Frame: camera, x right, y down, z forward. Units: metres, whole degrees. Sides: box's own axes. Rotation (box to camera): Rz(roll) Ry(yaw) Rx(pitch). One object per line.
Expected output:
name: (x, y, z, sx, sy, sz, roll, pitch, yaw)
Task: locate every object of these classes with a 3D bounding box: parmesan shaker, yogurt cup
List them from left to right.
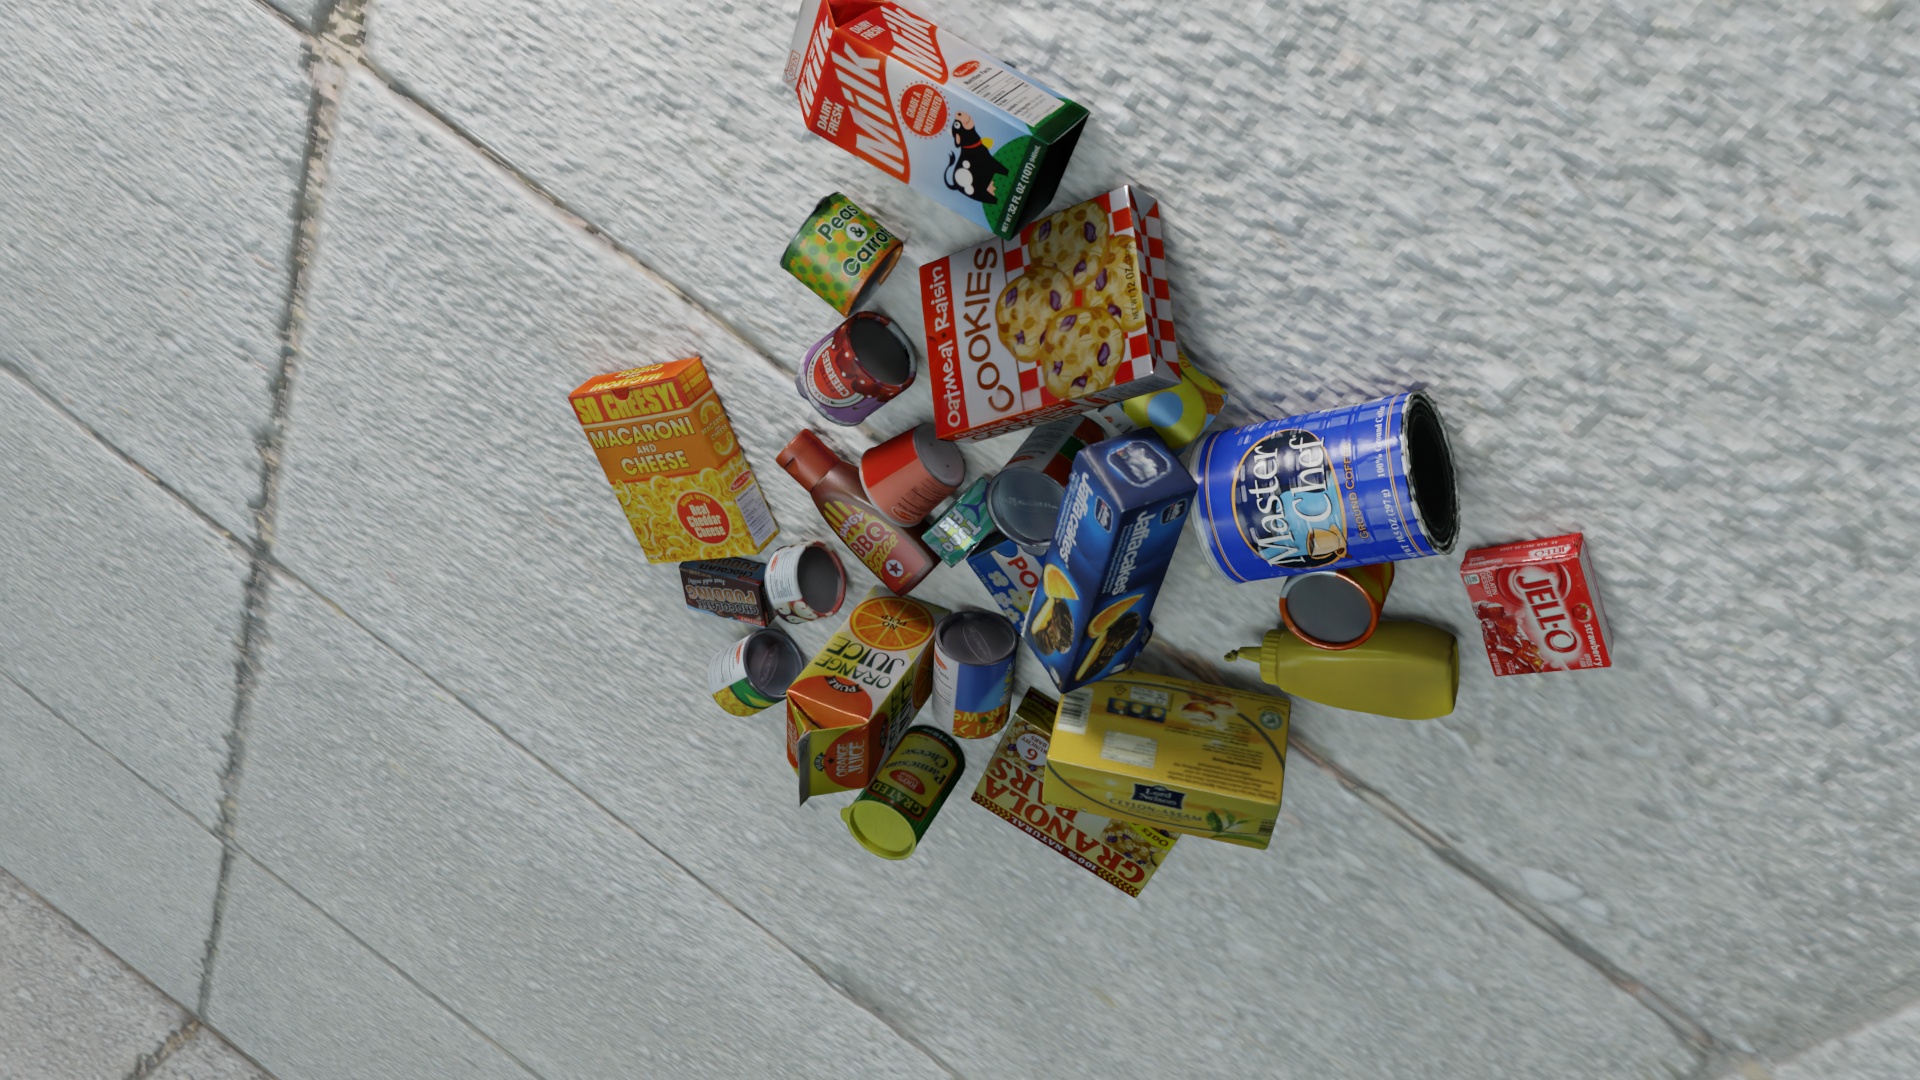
parmesan shaker: (-0.048, 0.215, 1.200, 0.071, 0.103, 0.071, 14, 127, 20)
yogurt cup: (-0.034, -0.051, 1.035, 0.053, 0.073, 0.072, -32, 103, 32)

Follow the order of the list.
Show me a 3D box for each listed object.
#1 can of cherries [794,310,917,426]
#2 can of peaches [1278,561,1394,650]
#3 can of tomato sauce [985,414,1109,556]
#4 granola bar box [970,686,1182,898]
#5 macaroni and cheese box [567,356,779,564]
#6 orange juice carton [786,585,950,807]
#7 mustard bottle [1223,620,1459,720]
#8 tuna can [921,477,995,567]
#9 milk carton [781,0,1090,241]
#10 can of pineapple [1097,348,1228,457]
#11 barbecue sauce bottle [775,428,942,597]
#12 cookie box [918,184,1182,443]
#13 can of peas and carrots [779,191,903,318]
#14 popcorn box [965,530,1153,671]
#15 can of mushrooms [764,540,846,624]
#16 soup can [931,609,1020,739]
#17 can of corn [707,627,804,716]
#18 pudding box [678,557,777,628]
can of cherries: (-0.075, -0.123, 1.001, 0.058, 0.072, 0.071, -30, 104, 40)
can of peaches: (0.255, 0.034, 0.934, 0.071, 0.058, 0.071, 15, 127, 20)
can of tomato sauce: (0.065, -0.041, 0.972, 0.071, 0.083, 0.070, 15, 128, 20)
granola bar box: (0.103, 0.212, 1.157, 0.166, 0.039, 0.123, 30, 132, 8)
macaroni and cheese box: (-0.238, -0.062, 1.156, 0.123, 0.040, 0.165, -6, 119, 31)
orange juice carton: (-0.080, 0.124, 1.094, 0.073, 0.194, 0.071, 18, 128, 17)
mustard bottle: (0.263, 0.085, 0.971, 0.160, 0.049, 0.065, 5, 127, 27)
tuna can: (0.004, -0.013, 1.034, 0.033, 0.071, 0.070, 45, 132, -4)
milk carton: (-0.025, -0.272, 0.867, 0.191, 0.074, 0.072, 31, 131, 7)
can of pineapple: (0.134, -0.092, 0.910, 0.058, 0.071, 0.070, 41, 132, -3)
barbecue sauce bottle: (-0.080, -0.025, 1.091, 0.148, 0.044, 0.064, 44, 132, -4)
cookie box: (0.053, -0.141, 0.896, 0.167, 0.040, 0.123, -13, 77, 36)
can of peas and carrots: (-0.080, -0.197, 0.954, 0.059, 0.071, 0.070, 38, 132, -1)
popcorn box: (0.076, 0.041, 1.053, 0.085, 0.038, 0.126, -25, 108, 40)
can of mushrooms: (-0.125, 0.035, 1.145, 0.033, 0.071, 0.071, -13, 115, 34)
soup can: (0.013, 0.108, 1.118, 0.071, 0.072, 0.083, 18, 129, 18)
can of corn: (-0.180, 0.119, 1.234, 0.058, 0.071, 0.071, -28, 105, 40)
pudding box: (-0.201, 0.042, 1.215, 0.084, 0.030, 0.049, 13, 128, 22)
